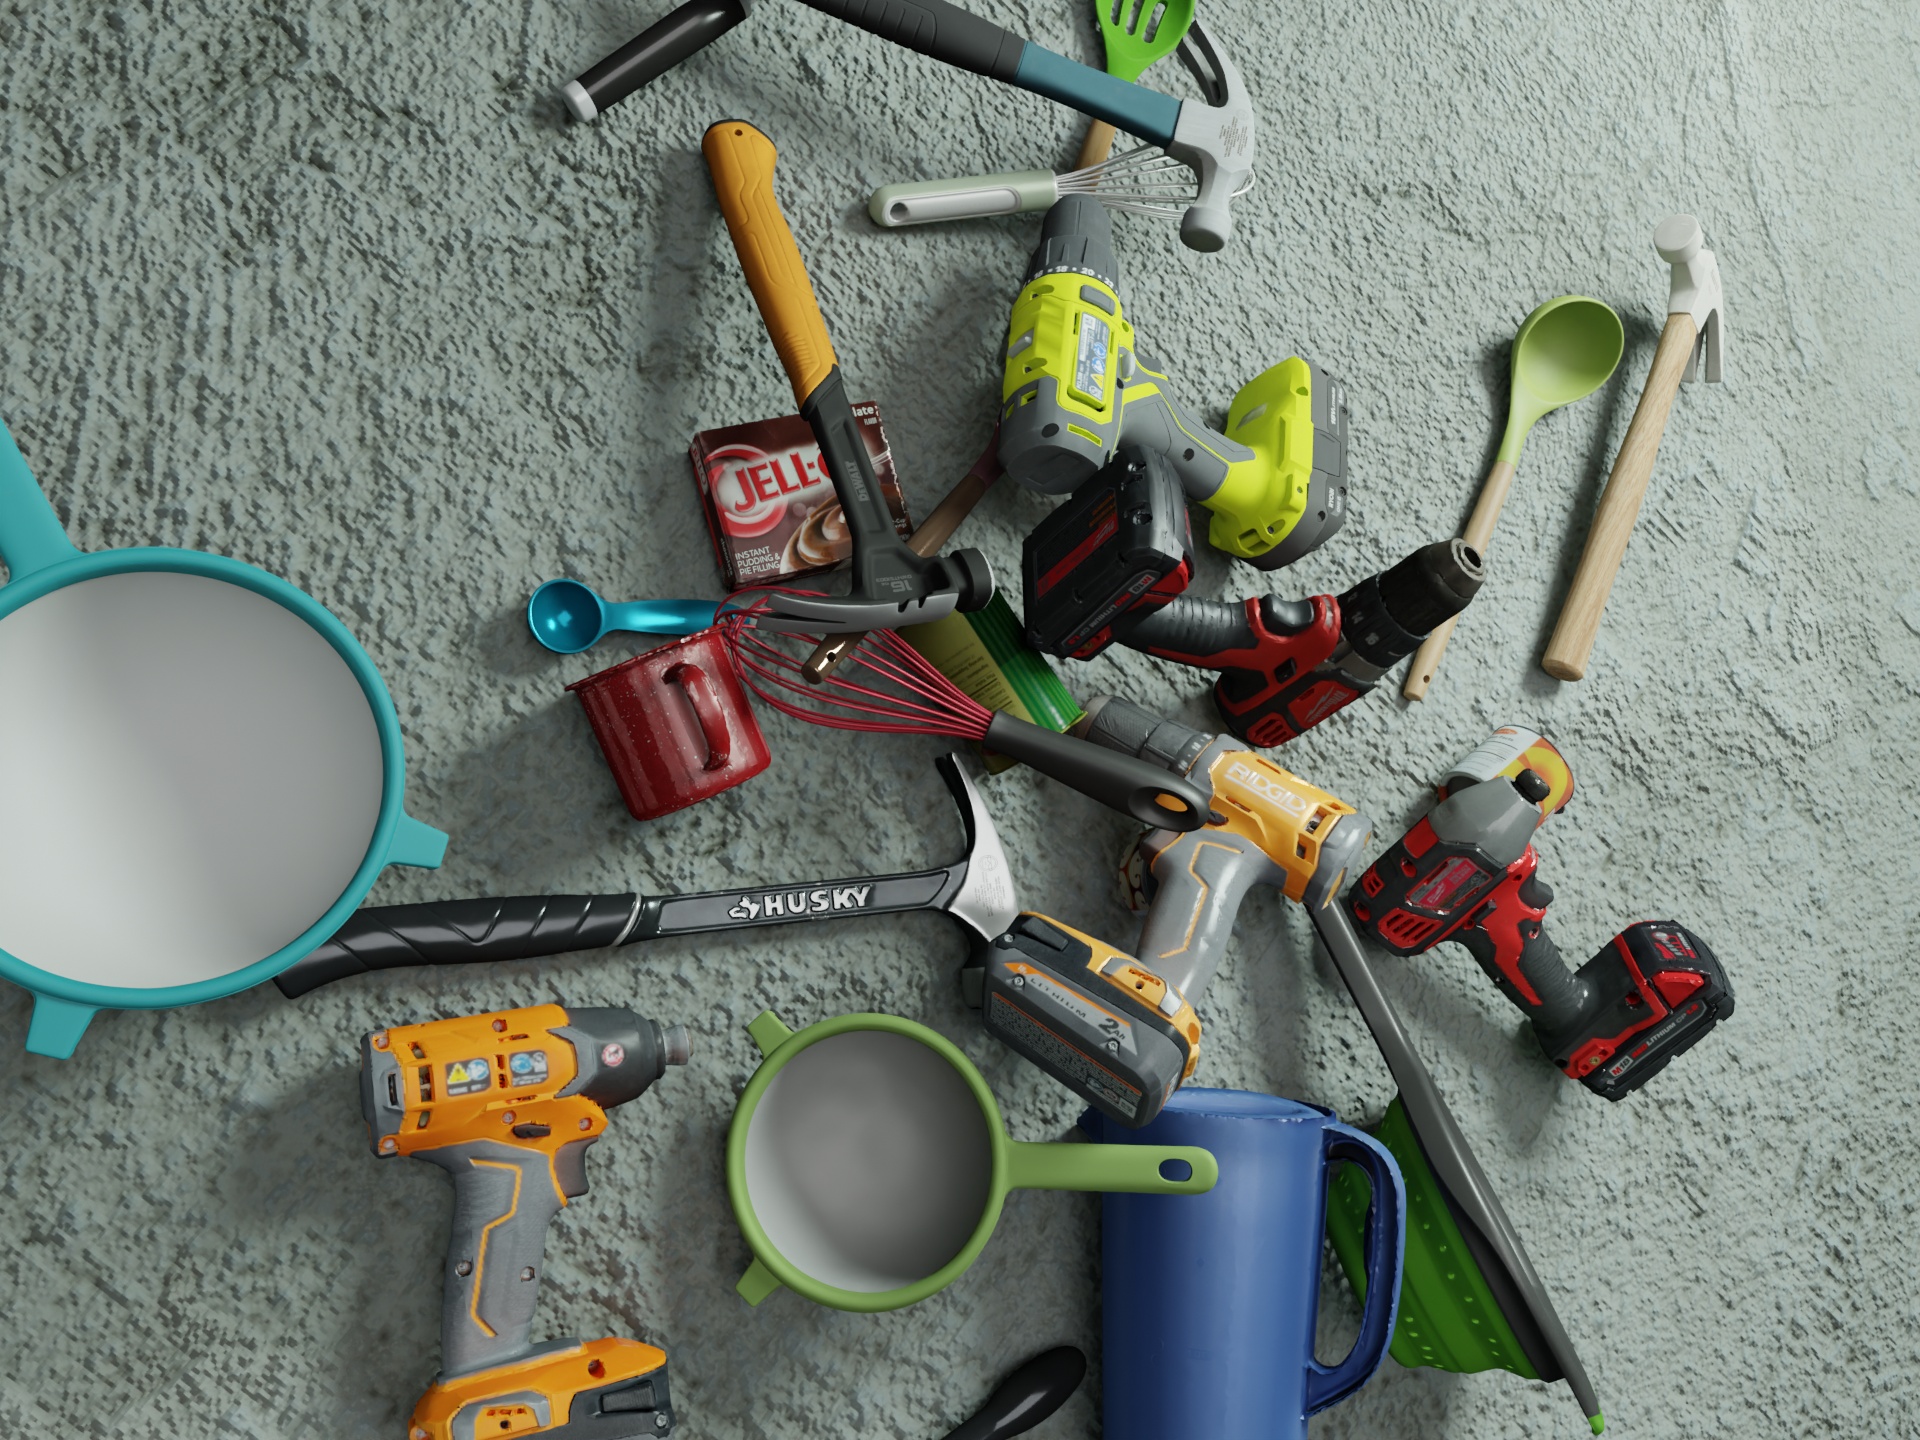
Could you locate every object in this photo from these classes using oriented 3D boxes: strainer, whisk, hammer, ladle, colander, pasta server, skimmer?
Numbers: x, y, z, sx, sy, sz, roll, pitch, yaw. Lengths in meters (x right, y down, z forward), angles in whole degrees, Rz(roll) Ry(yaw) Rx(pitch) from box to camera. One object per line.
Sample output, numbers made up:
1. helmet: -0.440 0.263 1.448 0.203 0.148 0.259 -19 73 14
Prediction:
1. strainer: -0.408 -0.024 0.753 0.211 0.095 0.340 -29 90 -26
2. strainer: 0.007 0.233 0.847 0.256 0.069 0.151 0 79 7
3. whisk: -0.042 0.422 0.844 0.284 0.070 0.070 -27 92 -27
4. hammer: 0.481 -0.182 1.134 0.129 0.031 0.331 32 77 -47
5. ladle: 0.376 -0.155 1.097 0.078 0.062 0.320 32 74 -22
6. colander: 0.243 0.240 0.959 0.094 0.204 0.397 -28 74 11
7. pasta server: 0.001 -0.124 0.912 0.060 0.040 0.316 49 50 -15
8. whisk: -0.001 -0.003 0.878 0.296 0.073 0.073 22 73 5
9. skimmer: -0.092 -0.462 0.981 0.363 0.090 0.127 -39 97 -12
10. hammer: -0.092 -0.199 0.880 0.127 0.034 0.337 -9 67 -25
11. whisk: 0.065 -0.331 0.990 0.246 0.057 0.059 -8 47 -8
12. hammer: 0.021 -0.392 0.937 0.331 0.033 0.128 18 78 -11
13. hammer: -0.161 0.100 0.858 0.408 0.036 0.149 -3 81 -21

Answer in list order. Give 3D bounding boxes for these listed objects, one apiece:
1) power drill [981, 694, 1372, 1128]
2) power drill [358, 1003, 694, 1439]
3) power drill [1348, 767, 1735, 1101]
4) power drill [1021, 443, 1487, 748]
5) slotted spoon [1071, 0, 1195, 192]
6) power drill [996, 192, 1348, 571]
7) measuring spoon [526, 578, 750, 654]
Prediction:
1. power drill: 0.100 0.091 0.896 0.185 0.084 0.226 32 59 20
2. power drill: -0.203 0.256 0.793 0.164 0.084 0.226 -6 80 -22
3. power drill: 0.371 0.130 1.007 0.219 0.079 0.143 36 113 -12
4. power drill: 0.168 -0.072 0.915 0.226 0.188 0.080 21 50 -29
5. slotted spoon: 0.086 -0.372 1.036 0.070 0.031 0.314 23 76 -16
6. power drill: 0.128 -0.203 0.969 0.228 0.080 0.191 21 63 -28
7. measuring spoon: -0.180 -0.056 0.890 0.128 0.021 0.042 -1 79 -31
